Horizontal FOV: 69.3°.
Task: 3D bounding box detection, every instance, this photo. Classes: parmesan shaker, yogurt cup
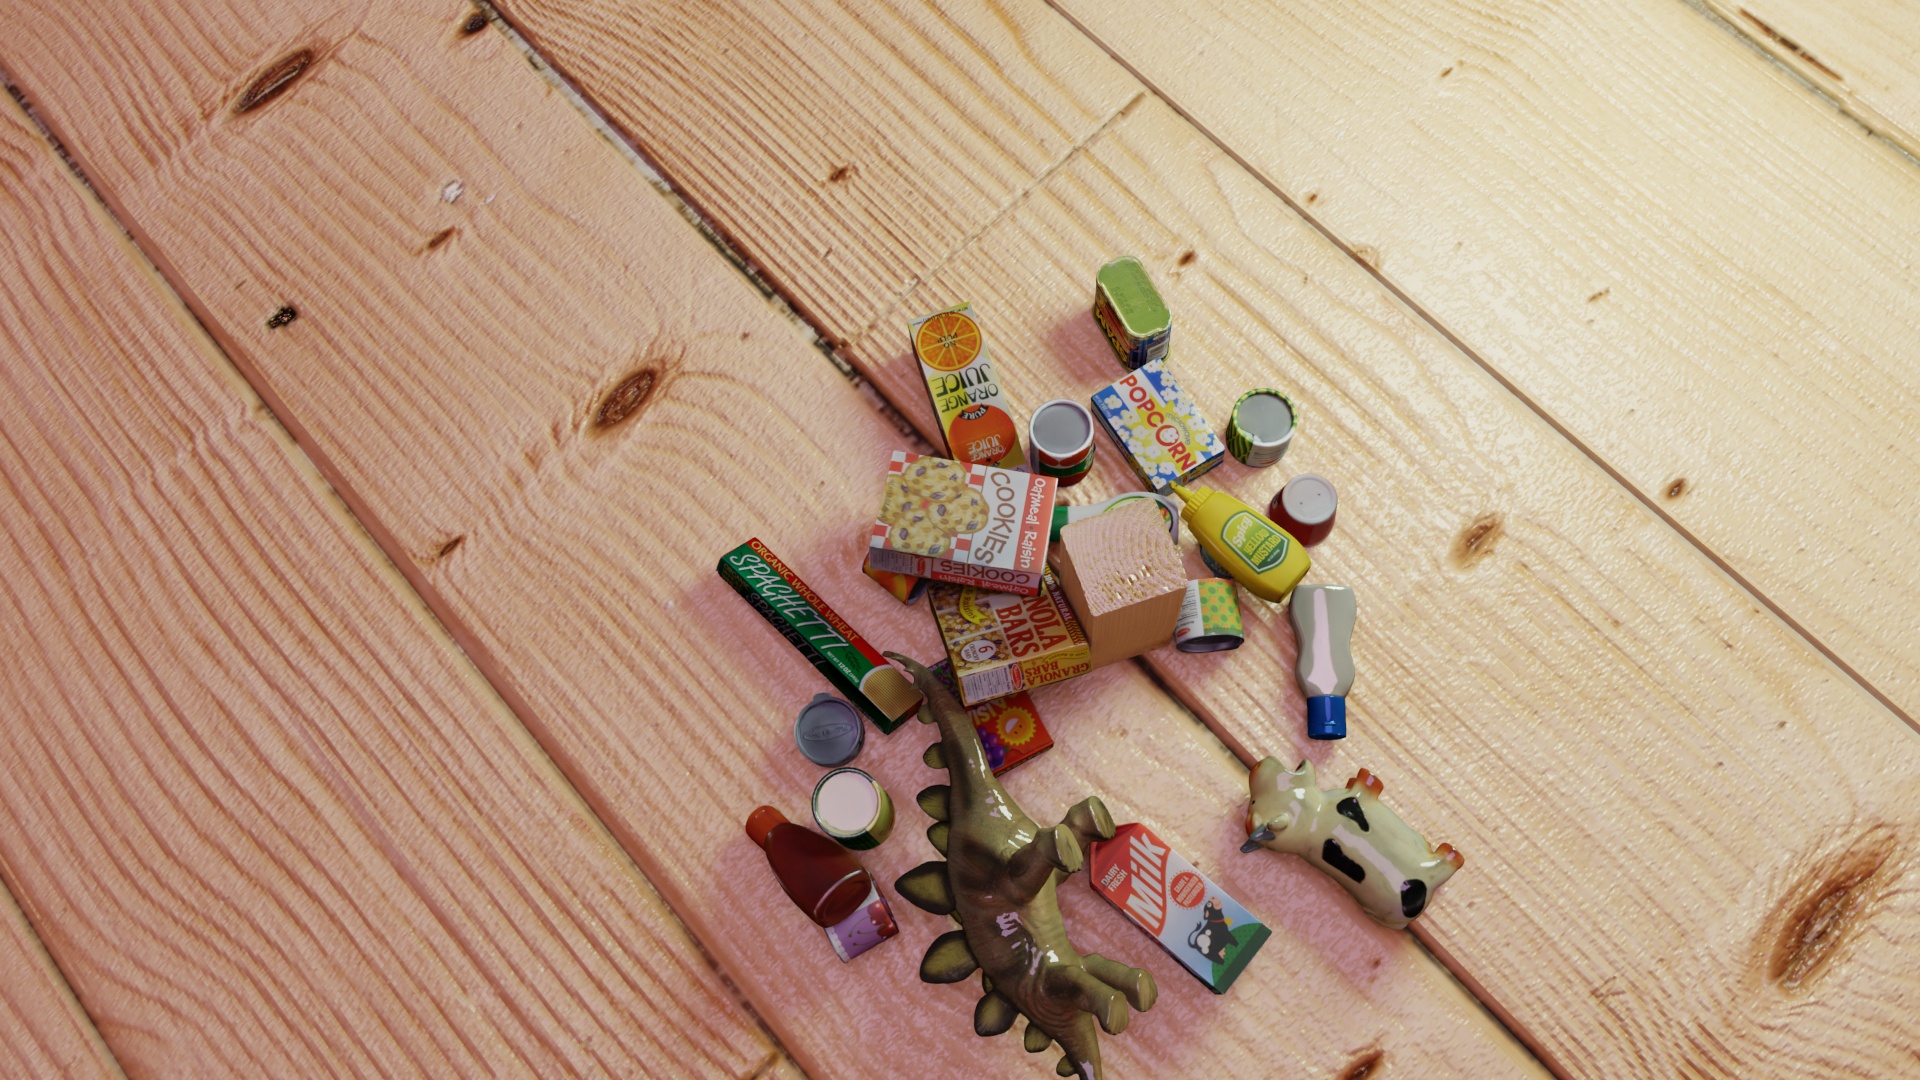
[{"bbox_3d":[-0.099,0.249,1.299,0.071,0.102,0.071,-1,71,4],"label":"parmesan shaker"},{"bbox_3d":[0.346,-0.033,1.392,0.072,0.053,0.072,-1,72,4],"label":"yogurt cup"}]

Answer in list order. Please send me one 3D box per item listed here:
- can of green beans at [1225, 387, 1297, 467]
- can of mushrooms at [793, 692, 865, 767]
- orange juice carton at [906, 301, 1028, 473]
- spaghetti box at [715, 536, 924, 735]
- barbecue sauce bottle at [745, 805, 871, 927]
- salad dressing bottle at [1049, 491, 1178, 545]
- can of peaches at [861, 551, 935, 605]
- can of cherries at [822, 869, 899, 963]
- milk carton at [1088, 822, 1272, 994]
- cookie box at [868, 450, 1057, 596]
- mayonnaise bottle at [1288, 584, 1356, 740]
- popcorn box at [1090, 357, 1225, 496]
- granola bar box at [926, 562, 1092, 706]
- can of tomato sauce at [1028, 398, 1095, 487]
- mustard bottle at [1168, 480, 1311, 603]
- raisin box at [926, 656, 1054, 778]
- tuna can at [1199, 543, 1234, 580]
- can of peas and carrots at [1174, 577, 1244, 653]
[{"bbox_3d":[0.307,-0.115,1.420,0.071,0.057,0.071,-1,71,4],"label":"can of green beans"},{"bbox_3d":[-0.128,0.186,1.360,0.071,0.033,0.071,-1,72,4],"label":"can of mushrooms"},{"bbox_3d":[0.008,-0.142,1.442,0.072,0.073,0.193,-18,71,-2],"label":"orange juice carton"},{"bbox_3d":[-0.142,0.092,1.385,0.250,0.028,0.050,42,48,15],"label":"spaghetti box"},{"bbox_3d":[-0.147,0.294,1.283,0.065,0.043,0.149,-36,39,-22],"label":"barbecue sauce bottle"},{"bbox_3d":[0.146,-0.017,1.405,0.148,0.044,0.064,-1,85,6],"label":"salad dressing bottle"},{"bbox_3d":[-0.056,0.022,1.392,0.058,0.071,0.071,38,78,14],"label":"can of peaches"},{"bbox_3d":[-0.096,0.349,1.287,0.058,0.071,0.071,-28,72,-6],"label":"can of cherries"},{"bbox_3d":[0.183,0.323,1.271,0.191,0.072,0.073,38,78,15],"label":"milk carton"},{"bbox_3d":[0.005,-0.017,1.354,0.167,0.040,0.123,10,53,3],"label":"cookie box"},{"bbox_3d":[0.353,0.118,1.347,0.065,0.041,0.148,1,72,6],"label":"mayonnaise bottle"},{"bbox_3d":[0.203,-0.116,1.438,0.085,0.038,0.127,-30,72,-7],"label":"popcorn box"},{"bbox_3d":[0.044,0.083,1.328,0.124,0.039,0.166,-14,31,-5],"label":"granola bar box"},{"bbox_3d":[0.105,-0.100,1.415,0.071,0.083,0.071,-1,72,4],"label":"can of tomato sauce"},{"bbox_3d":[0.264,-0.008,1.355,0.160,0.048,0.065,40,76,15],"label":"mustard bottle"},{"bbox_3d":[0.026,0.165,1.354,0.086,0.040,0.123,-26,72,-6],"label":"raisin box"},{"bbox_3d":[0.274,0.005,1.395,0.071,0.032,0.071,-1,71,3],"label":"tuna can"},{"bbox_3d":[0.242,0.074,1.357,0.071,0.070,0.059,-5,71,2],"label":"can of peas and carrots"}]
